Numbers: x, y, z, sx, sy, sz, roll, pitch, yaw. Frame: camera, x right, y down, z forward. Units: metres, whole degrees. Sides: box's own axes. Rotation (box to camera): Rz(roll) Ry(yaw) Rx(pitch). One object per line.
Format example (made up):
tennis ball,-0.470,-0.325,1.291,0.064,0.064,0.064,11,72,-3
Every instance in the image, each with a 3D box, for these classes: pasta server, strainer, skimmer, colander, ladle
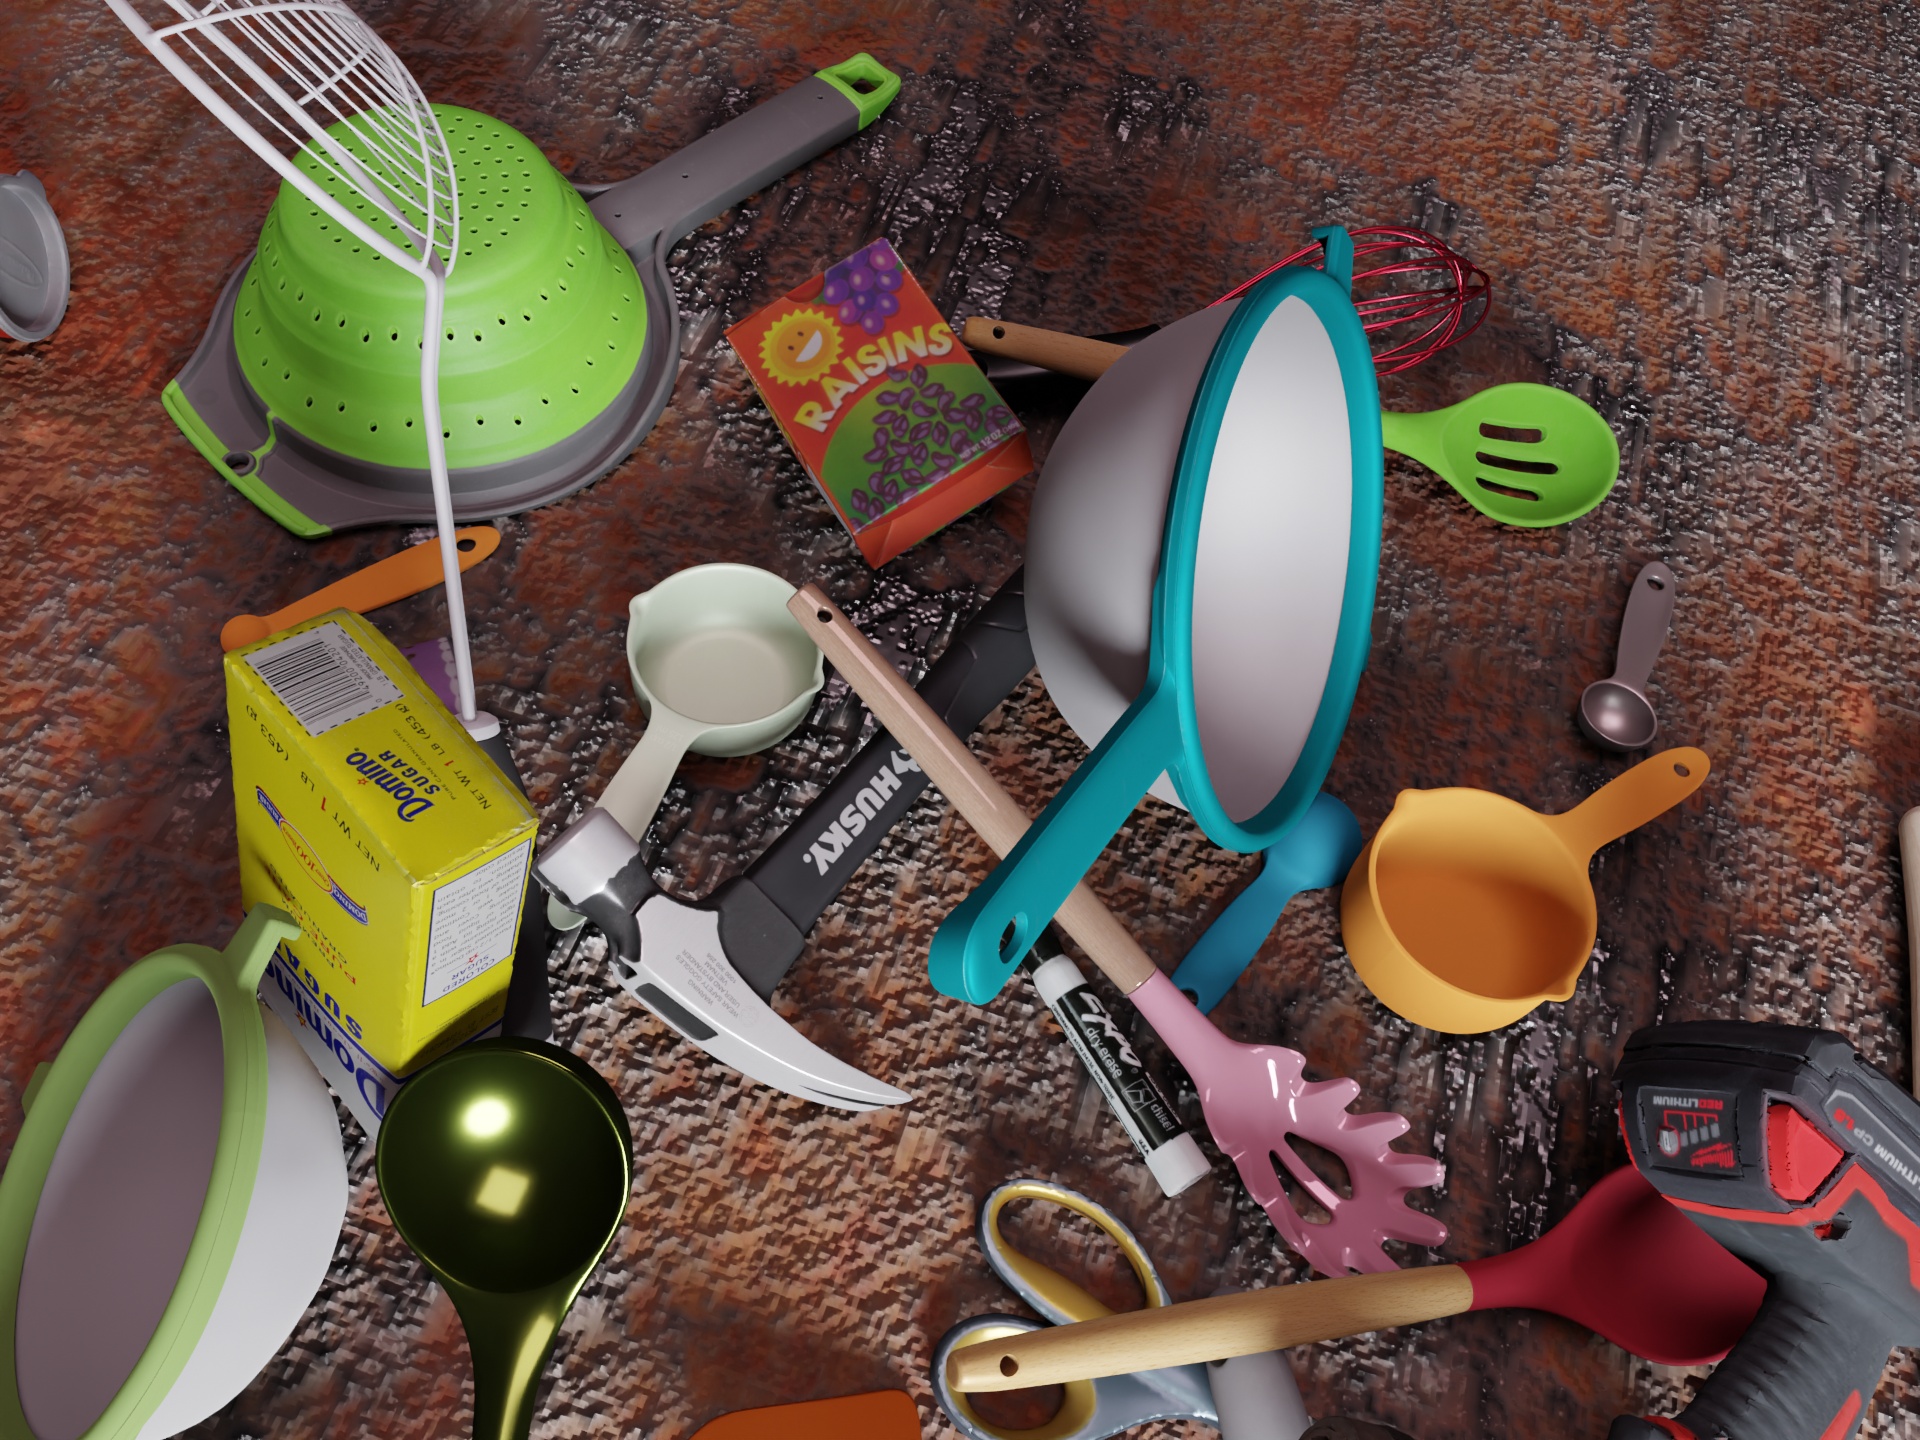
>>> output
pasta server,0.048,0.070,0.560,0.060,0.040,0.316,-41,88,-20
strainer,-0.218,0.190,0.446,0.069,0.151,0.257,27,41,-44
skimmer,-0.193,-0.054,0.506,0.090,0.127,0.363,-5,104,-6
colander,-0.169,-0.240,0.714,0.204,0.094,0.397,41,62,15
ladle,0.141,0.188,0.512,0.315,0.031,0.069,2,70,-24
strainer,0.052,-0.027,0.555,0.095,0.210,0.340,10,38,31
ladle,-0.132,0.243,0.421,0.078,0.062,0.320,-5,62,5

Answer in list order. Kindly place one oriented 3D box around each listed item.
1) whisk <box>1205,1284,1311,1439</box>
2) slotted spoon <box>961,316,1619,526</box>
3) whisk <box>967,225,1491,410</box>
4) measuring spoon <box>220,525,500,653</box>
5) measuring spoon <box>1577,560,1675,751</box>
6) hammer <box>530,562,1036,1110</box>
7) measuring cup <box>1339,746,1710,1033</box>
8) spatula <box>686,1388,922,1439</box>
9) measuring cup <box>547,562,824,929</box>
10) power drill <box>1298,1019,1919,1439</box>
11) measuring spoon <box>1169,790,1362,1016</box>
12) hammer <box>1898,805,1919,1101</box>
whisk,0.115,0.288,0.468,0.055,0.055,0.239,-9,65,-14
slotted spoon,0.153,-0.144,0.723,0.313,0.031,0.070,10,81,-12
whisk,0.111,-0.179,0.747,0.296,0.073,0.073,-13,62,-8
measuring spoon,-0.241,-0.055,0.642,0.117,0.011,0.021,-28,67,-22
measuring spoon,0.301,-0.029,0.714,0.034,0.018,0.124,28,53,8
hammer,-0.001,-0.002,0.619,0.146,0.035,0.335,47,54,-9
measuring cup,0.225,0.059,0.626,0.173,0.052,0.095,-25,66,-23
spatula,-0.171,0.238,0.476,0.322,0.041,0.081,2,60,-3
measuring cup,-0.111,0.014,0.609,0.083,0.038,0.168,23,61,5
power drill,0.213,0.202,0.486,0.188,0.080,0.227,39,70,-10
measuring spoon,0.117,0.071,0.617,0.042,0.021,0.129,37,59,13
hammer,0.355,0.207,0.568,0.146,0.038,0.411,16,58,2
